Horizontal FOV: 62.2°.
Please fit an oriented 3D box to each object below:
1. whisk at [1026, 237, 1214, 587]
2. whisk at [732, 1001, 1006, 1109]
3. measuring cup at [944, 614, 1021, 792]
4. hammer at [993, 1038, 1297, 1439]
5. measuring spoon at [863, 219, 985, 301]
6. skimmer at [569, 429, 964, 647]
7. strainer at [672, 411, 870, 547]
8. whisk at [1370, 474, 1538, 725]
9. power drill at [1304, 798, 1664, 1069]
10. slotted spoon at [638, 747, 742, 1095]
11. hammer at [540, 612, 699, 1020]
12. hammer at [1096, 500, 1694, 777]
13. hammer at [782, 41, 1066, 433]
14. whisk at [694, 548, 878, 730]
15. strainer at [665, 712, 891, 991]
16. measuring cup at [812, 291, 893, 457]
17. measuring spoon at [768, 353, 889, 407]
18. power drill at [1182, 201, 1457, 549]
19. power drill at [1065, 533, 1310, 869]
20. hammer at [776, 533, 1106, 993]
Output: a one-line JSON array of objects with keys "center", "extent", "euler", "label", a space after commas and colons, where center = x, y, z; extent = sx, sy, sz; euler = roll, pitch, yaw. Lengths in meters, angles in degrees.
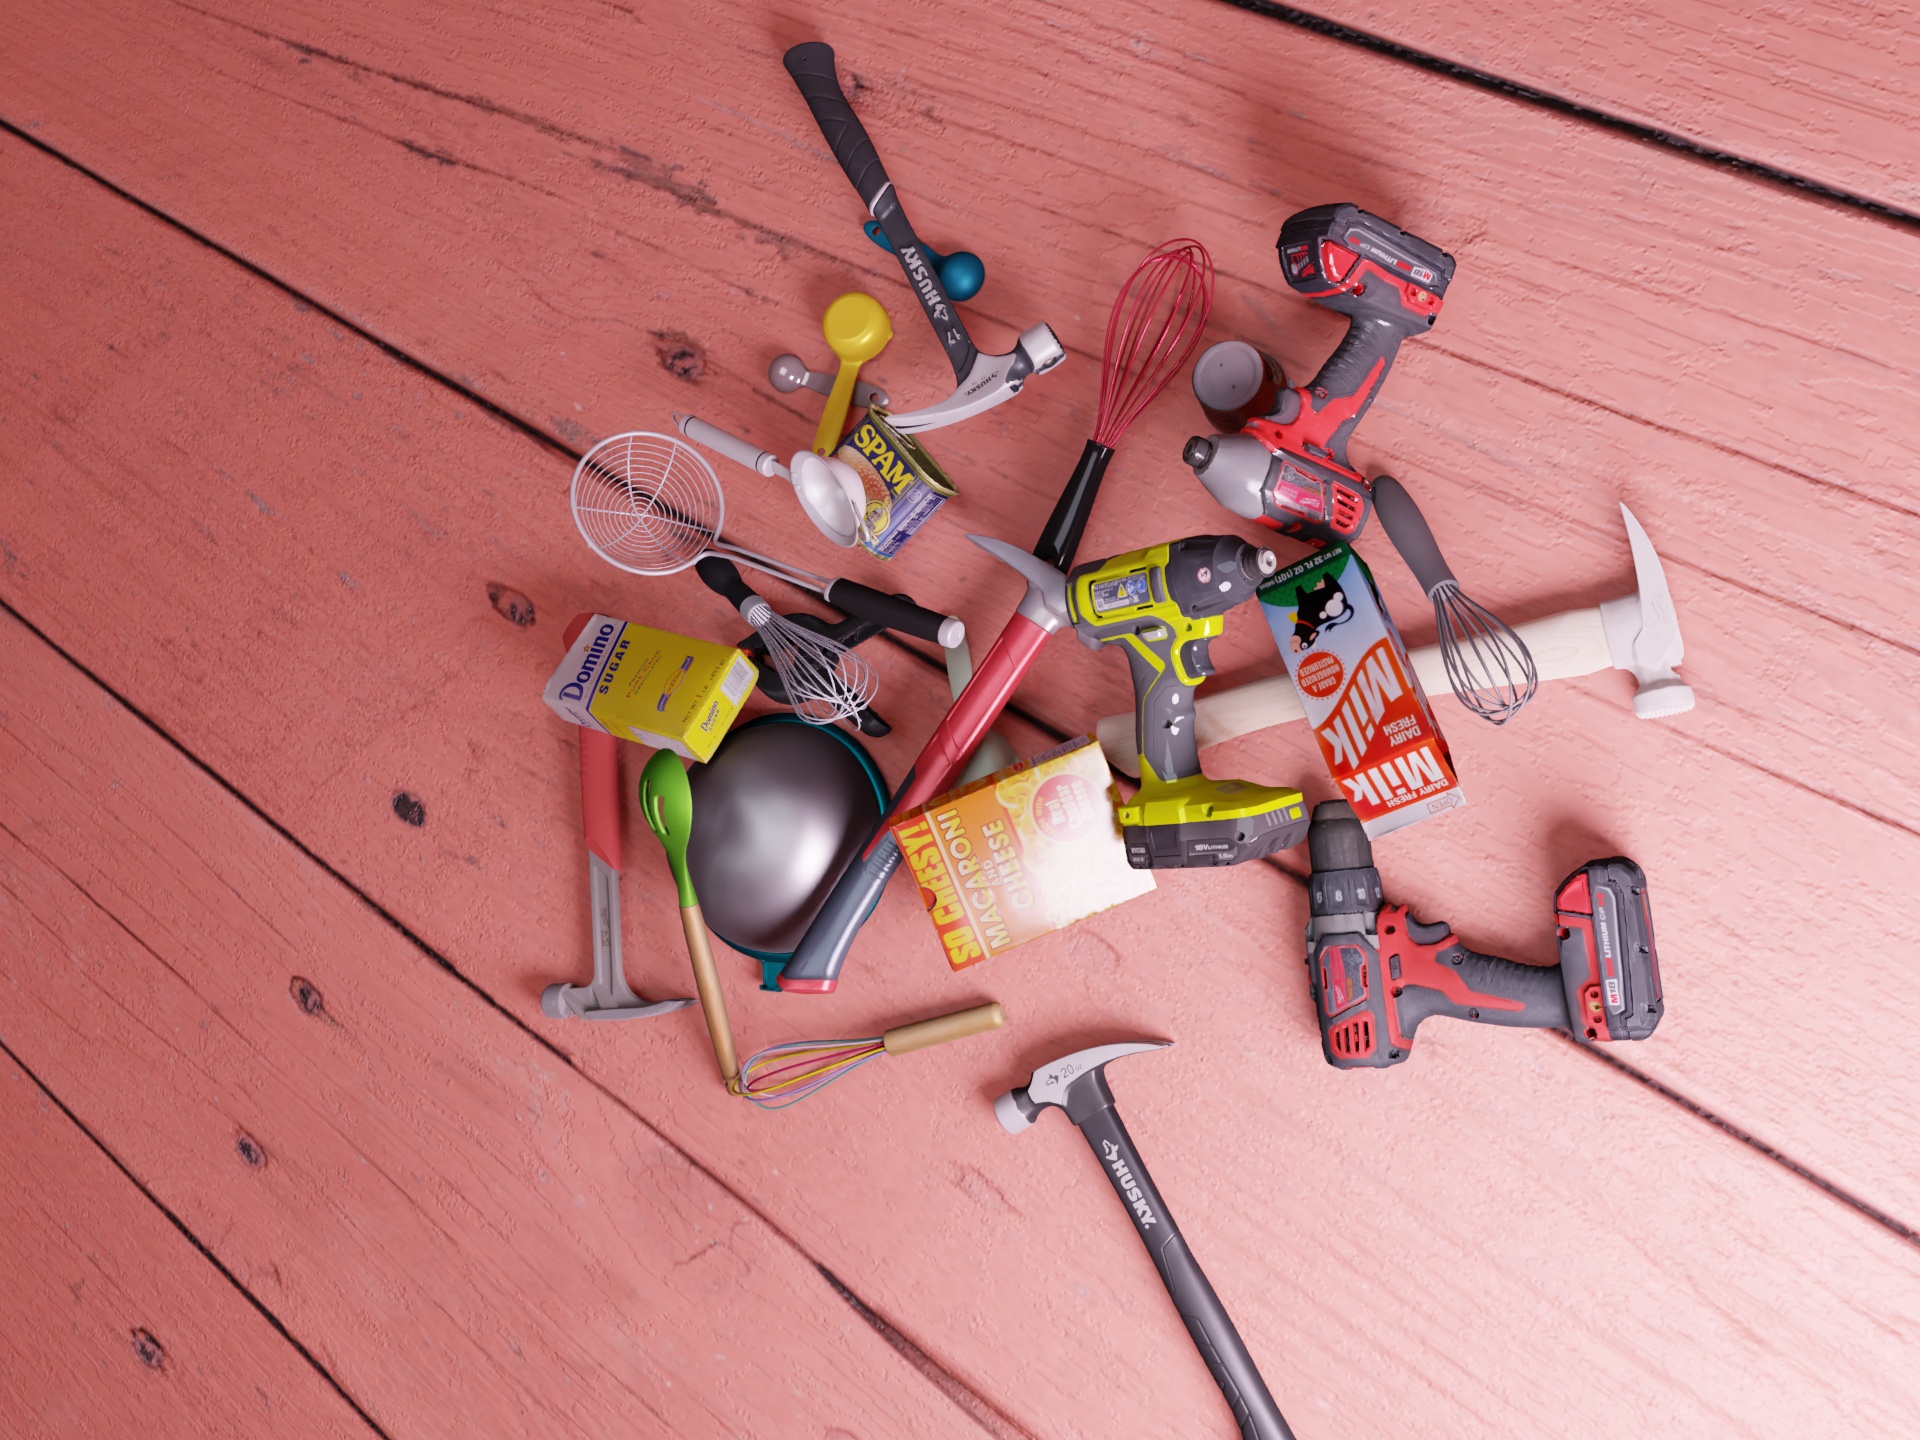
[{"center": [0.118, -0.231, 1.232], "extent": [0.073, 0.073, 0.296], "euler": [29, 103, 24], "label": "whisk"}, {"center": [-0.077, 0.267, 1.277], "extent": [0.245, 0.047, 0.051], "euler": [-18, 76, 19], "label": "whisk"}, {"center": [-0.002, -0.004, 1.270], "extent": [0.083, 0.038, 0.168], "euler": [-11, 82, 23], "label": "measuring cup"}, {"center": [0.160, 0.391, 1.158], "extent": [0.146, 0.035, 0.335], "euler": [-35, 72, 18], "label": "hammer"}, {"center": [-0.036, -0.393, 1.334], "extent": [0.129, 0.021, 0.042], "euler": [34, 99, 22], "label": "measuring spoon"}, {"center": [-0.157, -0.139, 1.274], "extent": [0.363, 0.090, 0.127], "euler": [22, 65, 30], "label": "skimmer"}, {"center": [-0.151, -0.209, 1.302], "extent": [0.259, 0.086, 0.050], "euler": [30, 56, 31], "label": "strainer"}, {"center": [0.328, -0.090, 1.081], "extent": [0.055, 0.055, 0.239], "euler": [-32, 46, 19], "label": "whisk"}, {"center": [0.344, 0.138, 1.080], "extent": [0.227, 0.080, 0.188], "euler": [-9, 81, 27], "label": "power drill"}, {"center": [-0.213, 0.171, 1.281], "extent": [0.070, 0.031, 0.313], "euler": [17, 124, 48], "label": "slotted spoon"}, {"center": [-0.310, 0.082, 1.405], "extent": [0.149, 0.036, 0.359], "euler": [-7, 82, 24], "label": "hammer"}, {"center": [0.291, -0.037, 1.141], "extent": [0.410, 0.038, 0.146], "euler": [-13, 78, 23], "label": "hammer"}, {"center": [-0.061, -0.415, 1.322], "extent": [0.149, 0.036, 0.409], "euler": [-31, 67, 13], "label": "hammer"}, {"center": [-0.153, -0.074, 1.305], "extent": [0.070, 0.070, 0.285], "euler": [-57, 45, 10], "label": "whisk"}, {"center": [-0.206, 0.050, 1.328], "extent": [0.211, 0.095, 0.341], "euler": [-47, 70, 14], "label": "strainer"}, {"center": [-0.102, -0.288, 1.338], "extent": [0.062, 0.029, 0.156], "euler": [12, 80, 19], "label": "measuring cup"}, {"center": [-0.115, -0.289, 1.363], "extent": [0.124, 0.018, 0.034], "euler": [20, 93, 24], "label": "measuring spoon"}, {"center": [0.249, -0.243, 1.128], "extent": [0.143, 0.079, 0.219], "euler": [19, 94, -19], "label": "power drill"}, {"center": [0.163, -0.014, 1.106], "extent": [0.171, 0.080, 0.223], "euler": [-9, 92, 50], "label": "power drill"}, {"center": [-0.037, 0.041, 1.236], "extent": [0.143, 0.038, 0.386], "euler": [35, 93, 25], "label": "hammer"}]
